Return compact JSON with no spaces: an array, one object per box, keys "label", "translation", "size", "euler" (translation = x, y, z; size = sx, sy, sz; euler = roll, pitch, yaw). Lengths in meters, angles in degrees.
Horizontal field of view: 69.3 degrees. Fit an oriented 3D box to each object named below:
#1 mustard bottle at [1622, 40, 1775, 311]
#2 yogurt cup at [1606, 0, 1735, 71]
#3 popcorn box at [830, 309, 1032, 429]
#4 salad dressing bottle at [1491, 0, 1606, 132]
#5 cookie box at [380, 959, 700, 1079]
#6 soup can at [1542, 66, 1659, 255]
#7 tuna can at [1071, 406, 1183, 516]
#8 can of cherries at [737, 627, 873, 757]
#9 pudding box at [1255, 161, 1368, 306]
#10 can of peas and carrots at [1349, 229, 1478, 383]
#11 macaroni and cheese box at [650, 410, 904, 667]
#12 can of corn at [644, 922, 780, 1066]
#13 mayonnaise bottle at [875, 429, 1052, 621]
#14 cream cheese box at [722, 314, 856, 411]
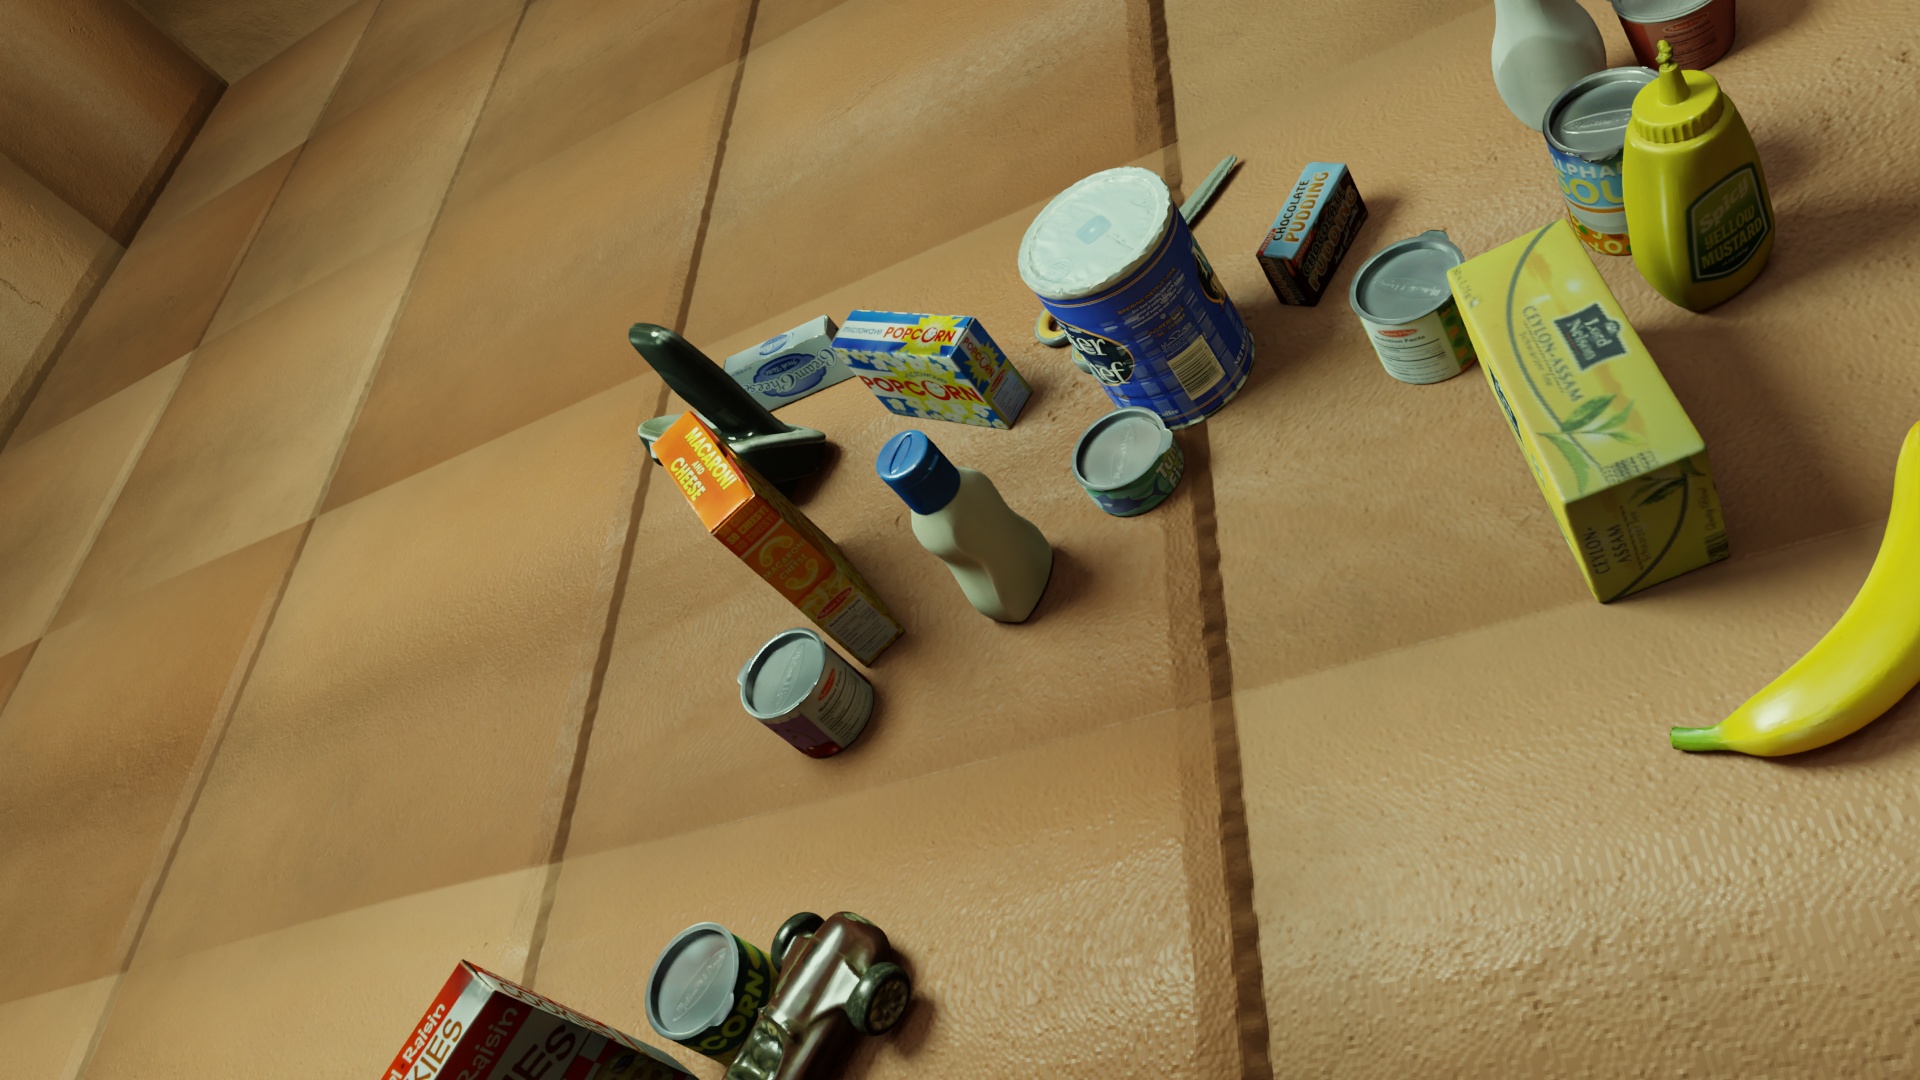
[{"label":"mustard bottle","translation":[0.371,-0.188,0.707],"size":[0.065,0.160,0.049],"euler":[-38,42,6]},{"label":"yogurt cup","translation":[0.438,-0.321,0.846],"size":[0.072,0.053,0.073],"euler":[-20,47,23]},{"label":"popcorn box","translation":[-0.022,-0.125,1.008],"size":[0.127,0.085,0.038],"euler":[12,65,42]},{"label":"salad dressing bottle","translation":[0.347,-0.315,0.839],"size":[0.064,0.147,0.044],"euler":[-5,54,35]},{"label":"cookie box","translation":[-0.236,0.315,0.747],"size":[0.040,0.167,0.123],"euler":[15,67,43]},{"label":"soup can","translation":[0.371,-0.210,0.783],"size":[0.071,0.083,0.072],"euler":[-20,47,23]},{"label":"tuna can","translation":[0.109,-0.051,0.887],"size":[0.071,0.032,0.071],"euler":[-20,47,23]},{"label":"can of cherries","translation":[-0.101,0.099,0.903],"size":[0.071,0.058,0.072],"euler":[-20,47,23]},{"label":"pudding box","translation":[0.229,-0.201,0.907],"size":[0.030,0.049,0.084],"euler":[15,67,44]},{"label":"can of peas and carrots","translation":[0.271,-0.136,0.816],"size":[0.071,0.058,0.071],"euler":[-20,47,23]},{"label":"macaroni and cheese box","translation":[-0.120,-0.002,0.920],"size":[0.040,0.166,0.124],"euler":[-44,42,0]},{"label":"can of corn","translation":[-0.135,0.262,0.795],"size":[0.071,0.058,0.071],"euler":[-20,47,23]},{"label":"mayonnaise bottle","translation":[0.003,-0.011,0.848],"size":[0.041,0.147,0.065],"euler":[2,58,38]},{"label":"cream cheese box","translation":[-0.137,-0.142,1.132],"size":[0.103,0.053,0.024],"euler":[-19,47,24]}]
